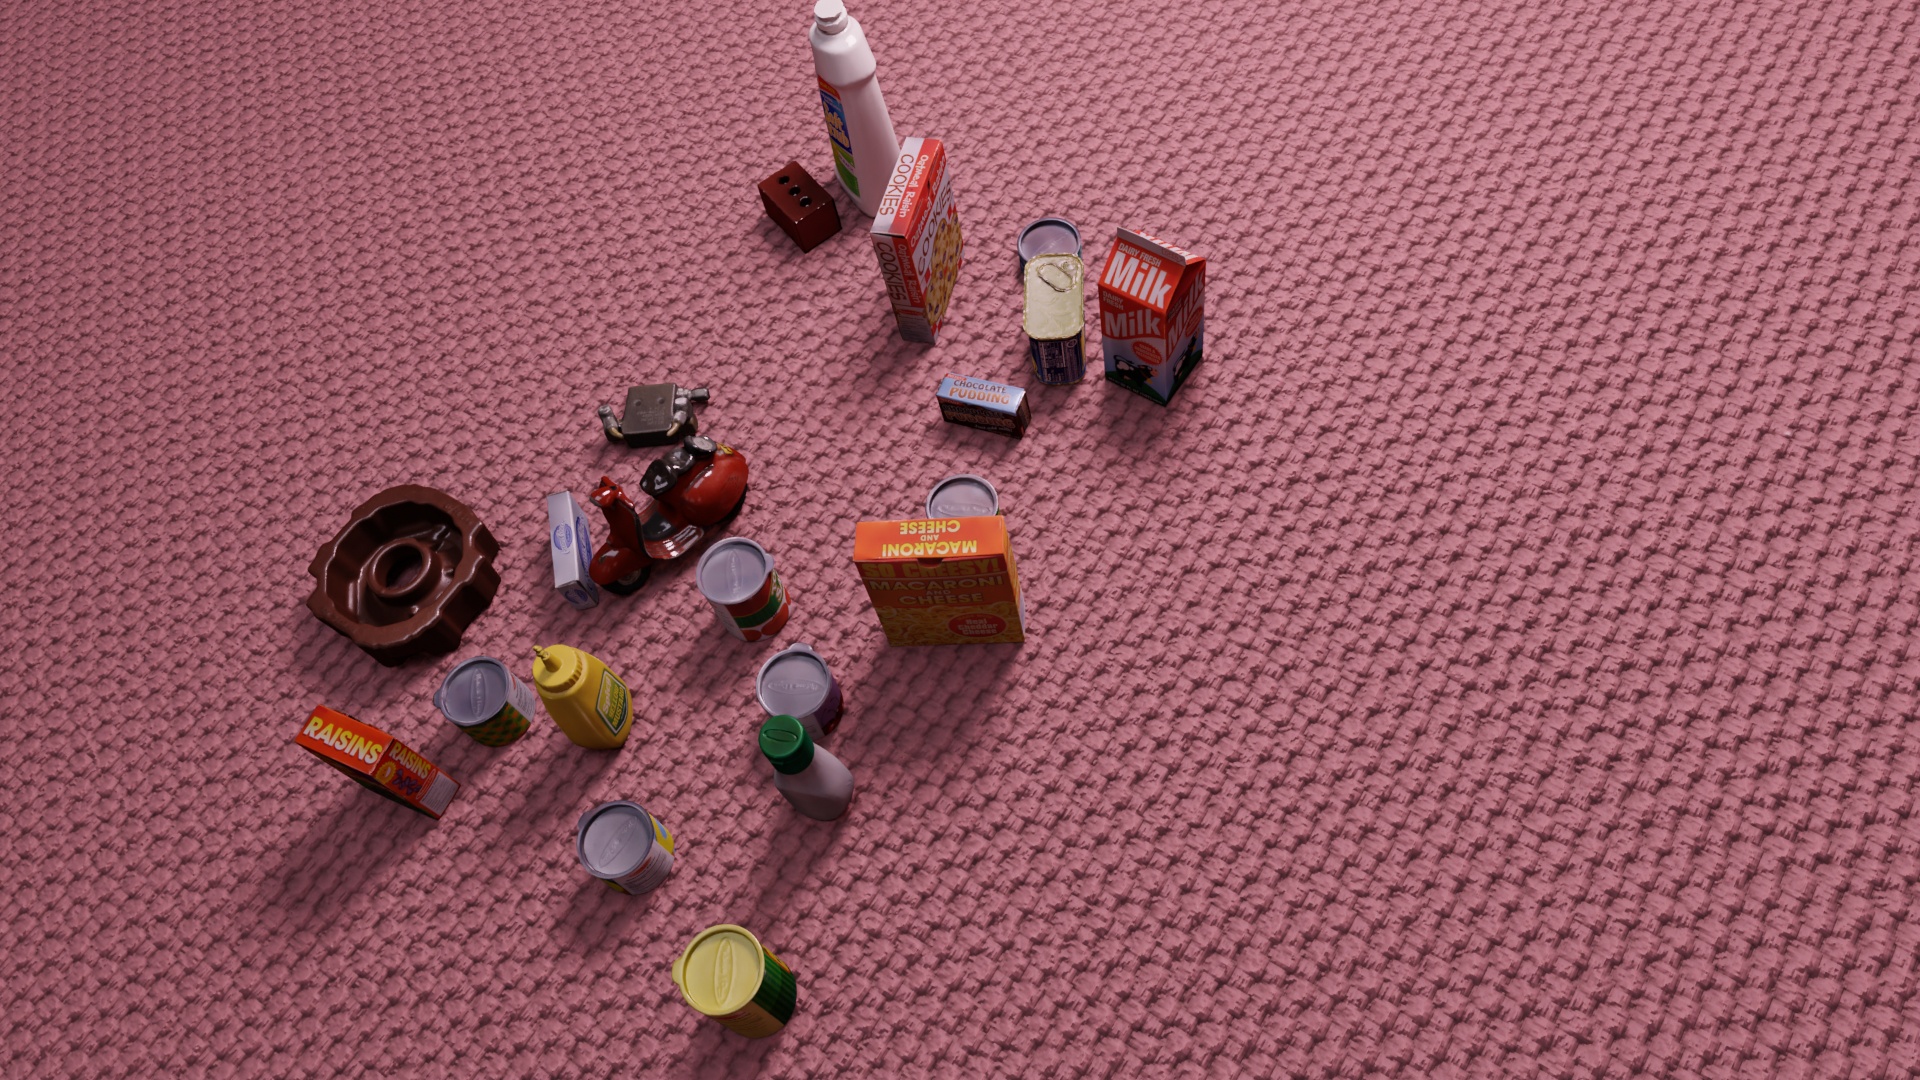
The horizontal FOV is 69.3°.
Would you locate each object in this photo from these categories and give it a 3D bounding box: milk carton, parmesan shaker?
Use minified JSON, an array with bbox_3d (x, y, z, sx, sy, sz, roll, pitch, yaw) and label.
[{"bbox_3d":[0.176,-0.213,1.275,0.072,0.189,0.074,29,70,22],"label":"milk carton"},{"bbox_3d":[-0.173,0.342,1.072,0.071,0.102,0.071,-4,61,7],"label":"parmesan shaker"}]

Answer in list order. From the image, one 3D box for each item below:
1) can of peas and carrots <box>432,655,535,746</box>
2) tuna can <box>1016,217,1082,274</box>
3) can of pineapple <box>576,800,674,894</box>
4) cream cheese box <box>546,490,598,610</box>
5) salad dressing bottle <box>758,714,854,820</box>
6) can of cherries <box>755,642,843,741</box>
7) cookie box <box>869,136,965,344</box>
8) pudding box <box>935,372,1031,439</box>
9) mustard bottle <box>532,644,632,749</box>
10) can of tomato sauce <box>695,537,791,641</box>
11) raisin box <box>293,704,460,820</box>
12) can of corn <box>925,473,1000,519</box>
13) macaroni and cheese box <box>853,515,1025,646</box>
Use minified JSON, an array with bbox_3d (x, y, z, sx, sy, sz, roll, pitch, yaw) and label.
[{"bbox_3d":[-0.426,0.146,1.247,0.071,0.058,0.071,-4,61,7],"label":"can of peas and carrots"},{"bbox_3d":[0.094,-0.294,1.424,0.071,0.032,0.071,-4,61,7],"label":"tuna can"},{"bbox_3d":[-0.280,0.256,1.163,0.071,0.057,0.071,-4,61,7],"label":"can of pineapple"},{"bbox_3d":[-0.368,0.010,1.317,0.024,0.053,0.104,-16,60,1],"label":"cream cheese box"},{"bbox_3d":[-0.127,0.185,1.127,0.064,0.147,0.044,8,63,14],"label":"salad dressing bottle"},{"bbox_3d":[-0.138,0.133,1.209,0.071,0.058,0.072,-4,61,7],"label":"can of cherries"},{"bbox_3d":[-0.038,-0.293,1.367,0.040,0.166,0.123,9,63,14],"label":"cookie box"},{"bbox_3d":[0.023,-0.130,1.334,0.084,0.049,0.030,15,65,17],"label":"pudding box"},{"bbox_3d":[-0.327,0.127,1.183,0.049,0.159,0.065,-2,61,9],"label":"mustard bottle"},{"bbox_3d":[-0.192,0.045,1.252,0.071,0.082,0.071,-4,61,7],"label":"can of tomato sauce"},{"bbox_3d":[-0.499,0.192,1.196,0.086,0.123,0.040,19,66,18],"label":"raisin box"},{"bbox_3d":[0.005,-0.016,1.269,0.071,0.058,0.071,-4,61,7],"label":"can of corn"},{"bbox_3d":[-0.013,0.038,1.179,0.124,0.165,0.040,-3,61,8],"label":"macaroni and cheese box"}]
